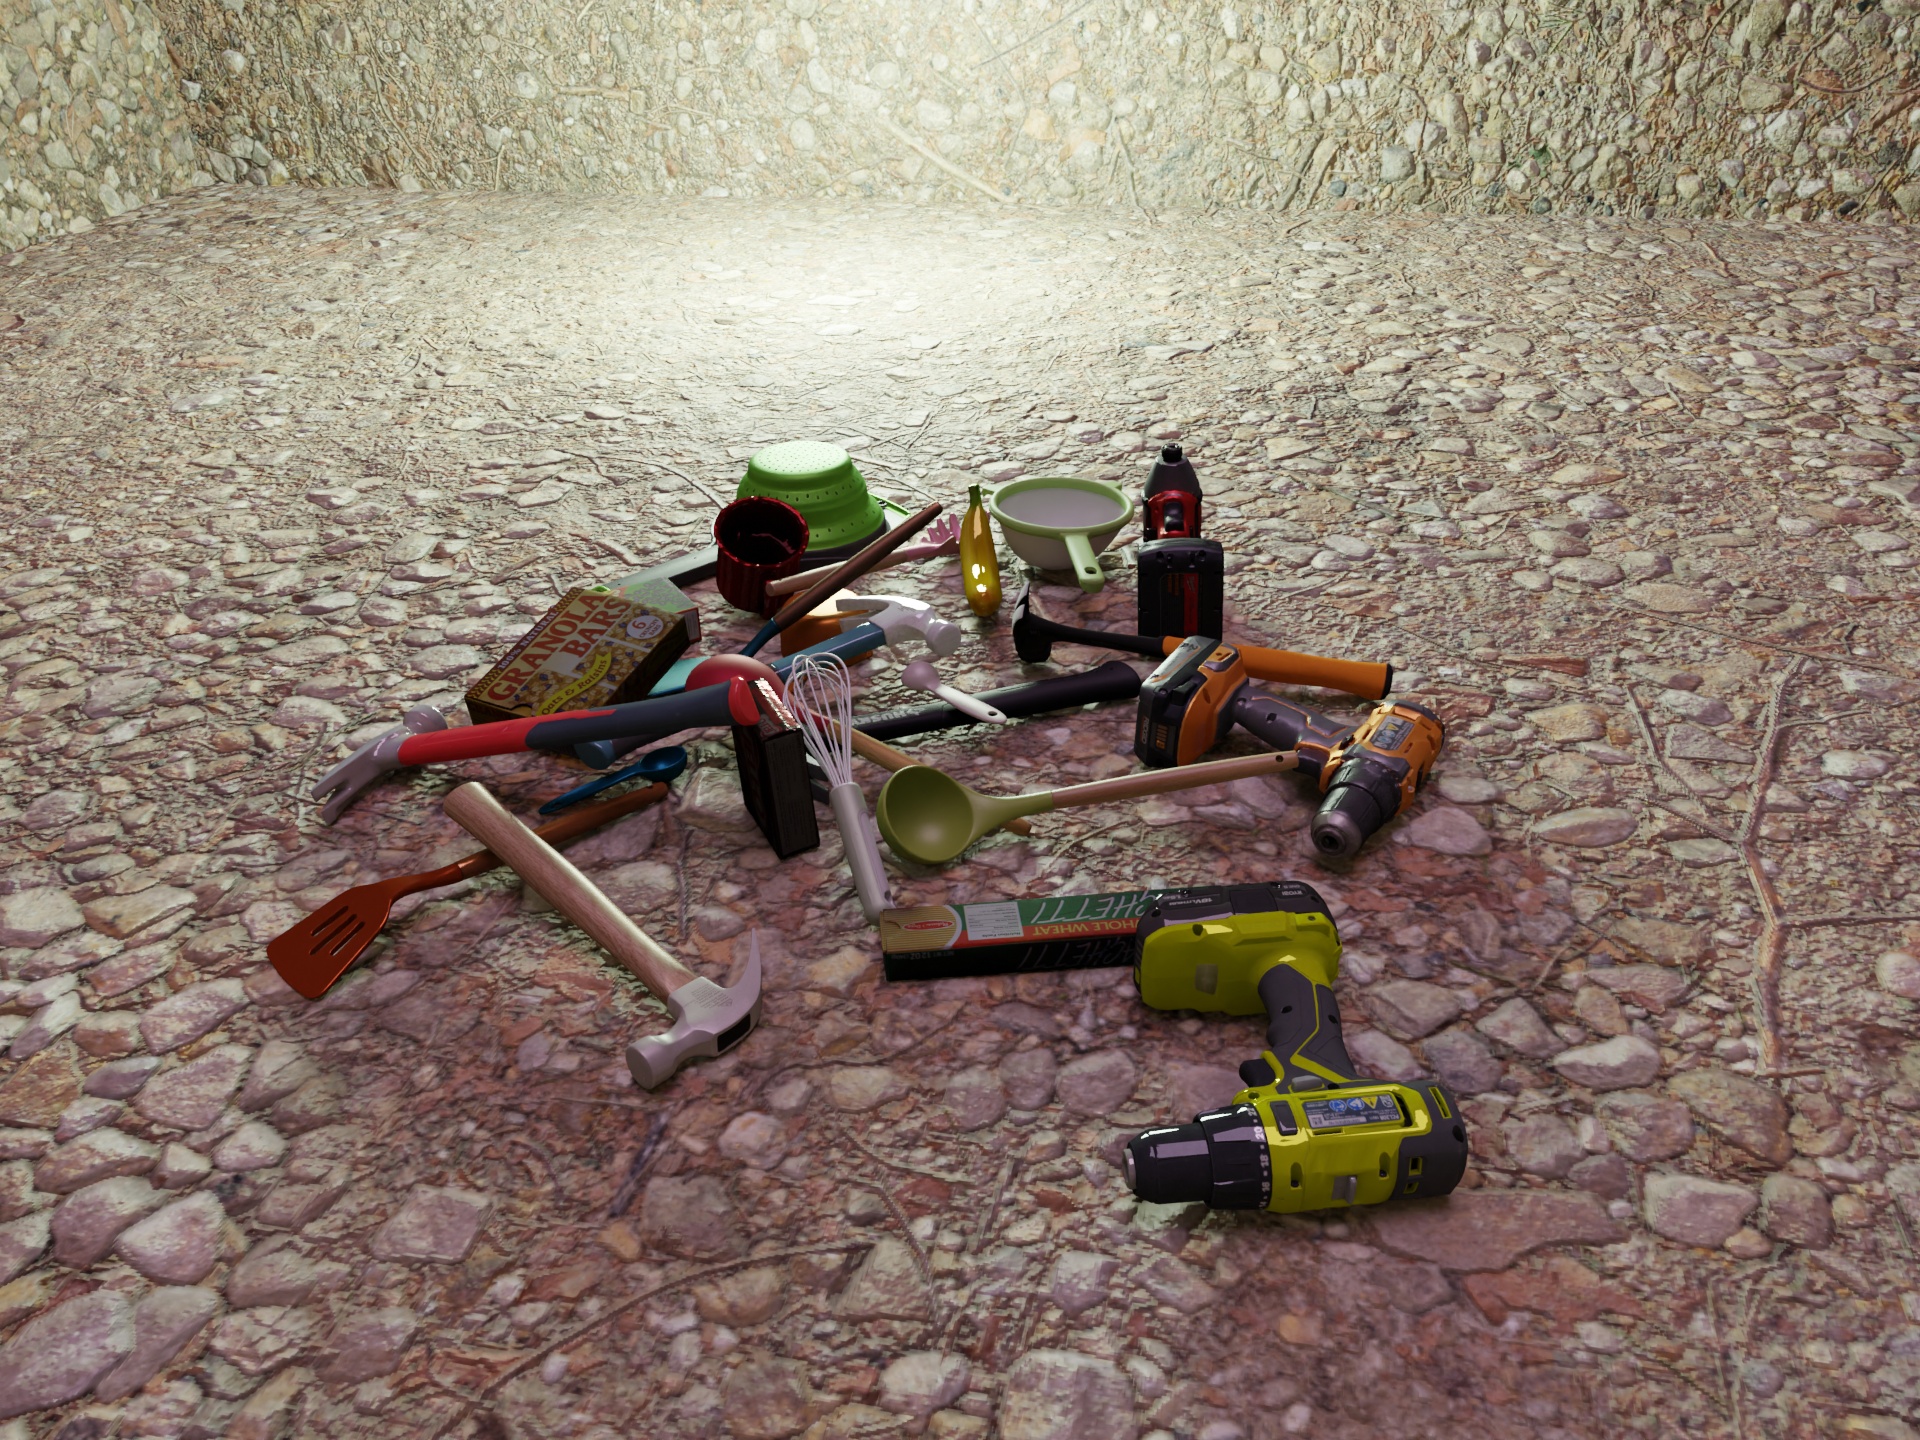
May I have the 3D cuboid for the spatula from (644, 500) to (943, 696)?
[{"bbox_3d":[-0.152,-0.110,1.445,0.317,0.044,0.082,-36,24,2],"label":"spatula"}]

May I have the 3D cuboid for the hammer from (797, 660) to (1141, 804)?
[{"bbox_3d":[-0.002,-0.004,1.370,0.334,0.035,0.146,-10,31,-15],"label":"hammer"}]

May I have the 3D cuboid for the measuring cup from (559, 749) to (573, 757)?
[{"bbox_3d":[-0.331,-0.013,1.419,0.062,0.029,0.157,-1,42,4],"label":"measuring cup"}]

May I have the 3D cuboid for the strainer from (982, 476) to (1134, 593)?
[{"bbox_3d":[0.110,-0.170,1.611,0.151,0.069,0.257,-3,31,-6],"label":"strainer"}]

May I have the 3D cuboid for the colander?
[{"bbox_3d":[-0.232,-0.213,1.674,0.397,0.094,0.205,-25,38,-35],"label":"colander"}]

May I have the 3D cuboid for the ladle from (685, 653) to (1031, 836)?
[{"bbox_3d":[-0.084,0.018,1.273,0.315,0.031,0.069,26,45,14],"label":"ladle"}]

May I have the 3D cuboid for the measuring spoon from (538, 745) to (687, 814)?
[{"bbox_3d":[-0.282,0.056,1.304,0.128,0.021,0.042,-24,27,-18],"label":"measuring spoon"}]

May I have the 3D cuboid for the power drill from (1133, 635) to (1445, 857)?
[{"bbox_3d":[0.253,0.024,1.273,0.226,0.084,0.185,20,38,25],"label":"power drill"}]

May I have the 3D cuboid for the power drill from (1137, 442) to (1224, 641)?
[{"bbox_3d":[0.207,-0.167,1.532,0.078,0.143,0.220,-1,33,5],"label":"power drill"}]

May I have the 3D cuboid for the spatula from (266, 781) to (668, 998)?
[{"bbox_3d":[-0.357,0.113,1.202,0.322,0.041,0.081,-23,37,-39],"label":"spatula"}]

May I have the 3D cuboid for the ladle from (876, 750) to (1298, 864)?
[{"bbox_3d":[0.095,0.052,1.198,0.320,0.062,0.078,-10,69,5],"label":"ladle"}]

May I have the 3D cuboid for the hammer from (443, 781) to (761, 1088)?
[{"bbox_3d":[-0.262,0.131,1.125,0.130,0.031,0.332,-26,45,-38],"label":"hammer"}]

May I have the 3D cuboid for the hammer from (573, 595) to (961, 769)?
[{"bbox_3d":[-0.170,-0.034,1.361,0.331,0.033,0.128,-24,31,-22],"label":"hammer"}]

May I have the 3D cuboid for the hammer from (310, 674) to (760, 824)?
[{"bbox_3d":[-0.329,0.016,1.238,0.386,0.038,0.143,-7,26,28],"label":"hammer"}]

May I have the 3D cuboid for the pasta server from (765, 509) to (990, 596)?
[{"bbox_3d":[-0.078,-0.169,1.606,0.060,0.040,0.316,4,17,41],"label":"pasta server"}]

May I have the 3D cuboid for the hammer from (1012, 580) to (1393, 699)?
[{"bbox_3d":[0.212,-0.062,1.408,0.337,0.127,0.034,9,74,8],"label":"hammer"}]

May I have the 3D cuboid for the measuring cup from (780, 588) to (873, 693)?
[{"bbox_3d":[-0.143,-0.071,1.470,0.095,0.052,0.174,10,31,19],"label":"measuring cup"}]

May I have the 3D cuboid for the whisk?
[{"bbox_3d":[-0.088,0.047,1.202,0.059,0.057,0.247,-28,57,13],"label":"whisk"}]

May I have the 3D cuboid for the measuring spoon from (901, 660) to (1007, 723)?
[{"bbox_3d":[-0.005,-0.026,1.353,0.034,0.018,0.124,-25,37,-35],"label":"measuring spoon"}]

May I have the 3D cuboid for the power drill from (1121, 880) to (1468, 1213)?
[{"bbox_3d":[0.178,0.202,0.973,0.190,0.080,0.229,-4,33,-5],"label":"power drill"}]
